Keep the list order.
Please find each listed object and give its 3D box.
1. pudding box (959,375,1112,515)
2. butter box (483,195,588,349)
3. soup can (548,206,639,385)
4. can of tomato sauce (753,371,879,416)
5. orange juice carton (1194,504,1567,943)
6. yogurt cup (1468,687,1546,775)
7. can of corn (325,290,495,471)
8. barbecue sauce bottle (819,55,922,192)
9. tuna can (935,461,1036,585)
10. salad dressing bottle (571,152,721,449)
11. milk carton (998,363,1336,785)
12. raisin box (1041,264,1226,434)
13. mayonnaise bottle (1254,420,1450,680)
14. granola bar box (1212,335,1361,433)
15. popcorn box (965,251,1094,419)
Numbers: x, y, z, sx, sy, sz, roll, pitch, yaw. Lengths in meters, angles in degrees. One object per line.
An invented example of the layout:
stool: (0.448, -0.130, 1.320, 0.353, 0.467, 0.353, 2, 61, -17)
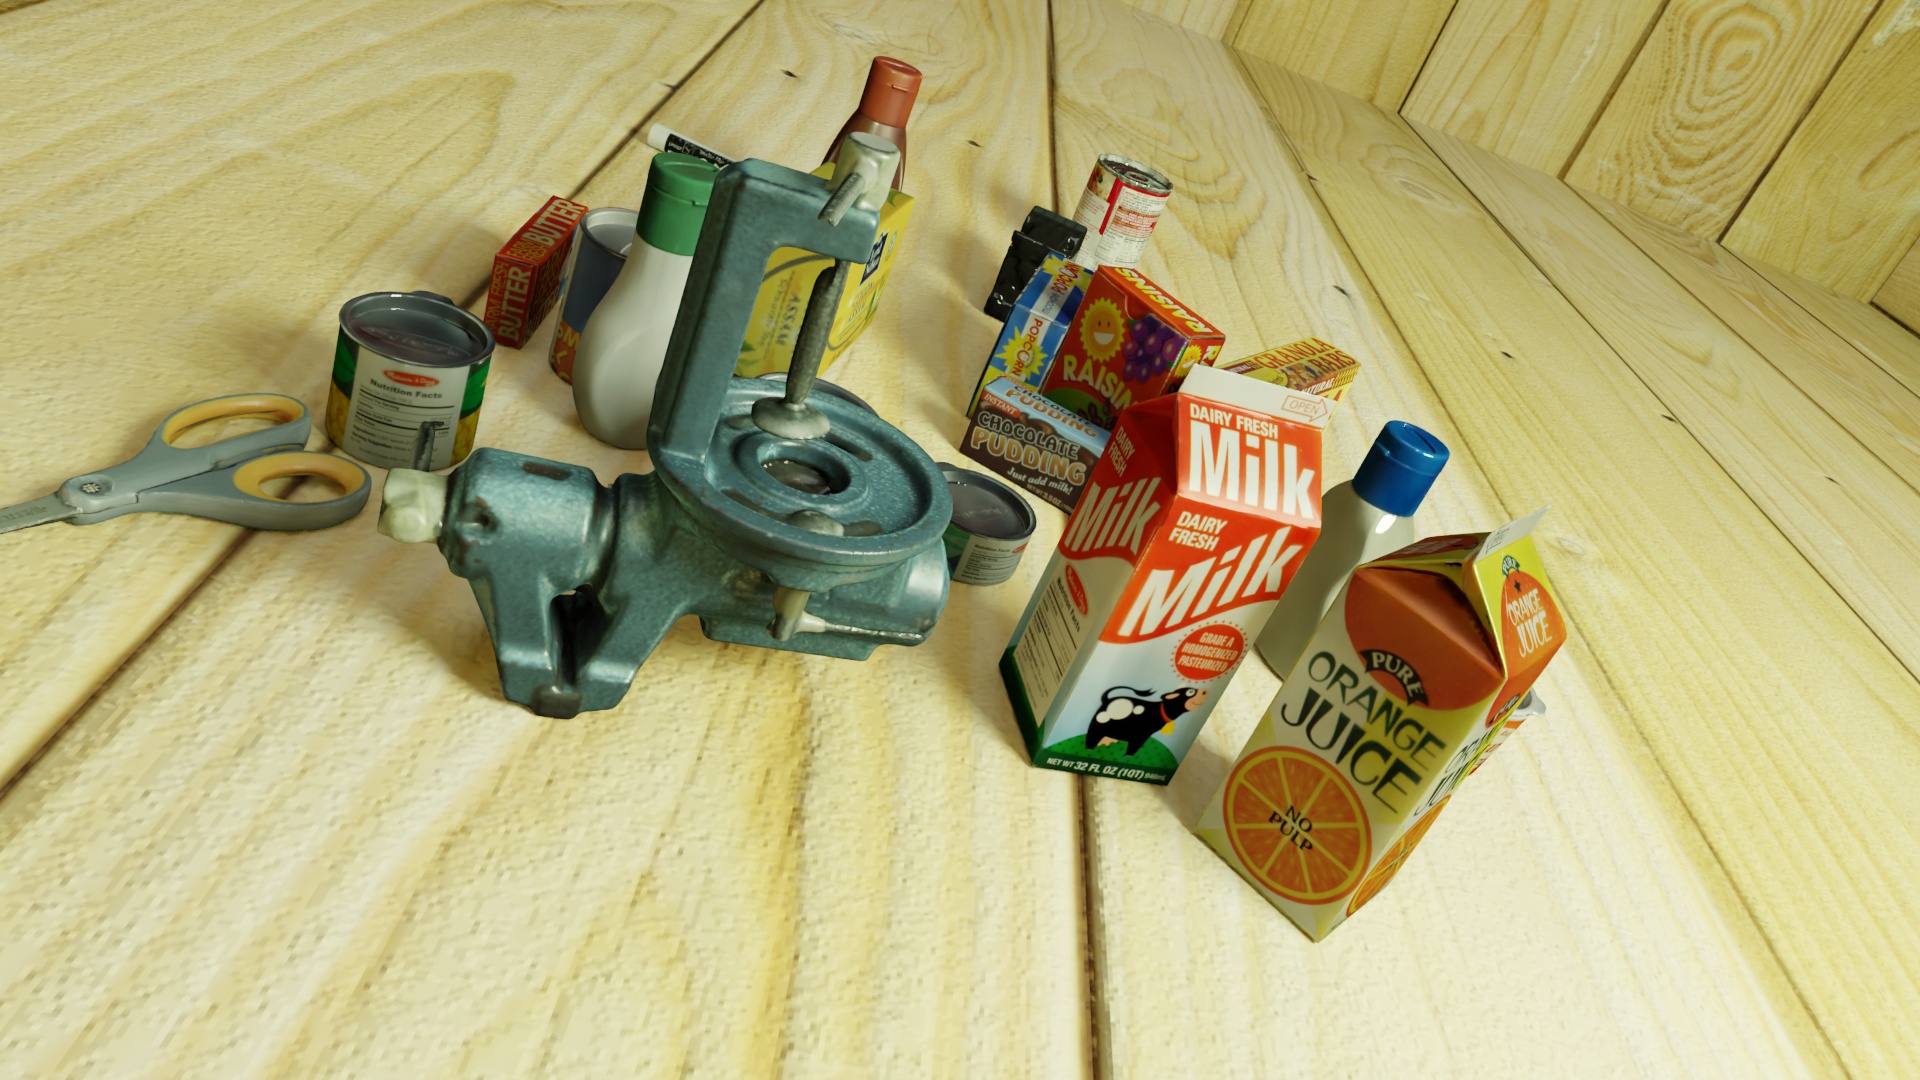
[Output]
pudding box: (0.047, -0.058, 0.831, 0.084, 0.049, 0.030, 30, 30, 12)
butter box: (-0.239, -0.152, 0.781, 0.024, 0.053, 0.104, 19, 30, -8)
soup can: (-0.178, -0.125, 0.748, 0.071, 0.083, 0.072, 18, 30, -10)
can of tomato sauce: (-0.082, -0.027, 0.657, 0.071, 0.082, 0.071, 18, 30, -10)
orange juice carton: (0.182, 0.067, 0.577, 0.073, 0.191, 0.072, 41, 33, 28)
yogurt cup: (0.262, 0.089, 0.739, 0.072, 0.053, 0.073, 18, 30, -10)
can of corn: (-0.253, -0.074, 0.639, 0.071, 0.058, 0.071, 18, 30, -10)
barbecue sauce bottle: (-0.068, -0.268, 0.993, 0.065, 0.147, 0.044, 10, 32, -23)
tuna can: (0.003, -0.009, 0.738, 0.071, 0.032, 0.071, 17, 30, -10)
salad dressing bottle: (-0.152, -0.117, 0.689, 0.064, 0.147, 0.044, -6, 41, -41)
milk carton: (0.090, 0.012, 0.606, 0.072, 0.189, 0.074, 11, 31, -21)
raisin box: (0.098, -0.094, 0.851, 0.040, 0.122, 0.086, -6, 41, -42)
mayonnaise bottle: (0.207, 0.007, 0.738, 0.041, 0.147, 0.065, 9, 32, -25)
granola bar box: (0.166, -0.052, 0.830, 0.039, 0.123, 0.166, 37, 32, 23)
popcorn box: (0.048, -0.131, 0.915, 0.038, 0.084, 0.127, 25, 29, 2)
